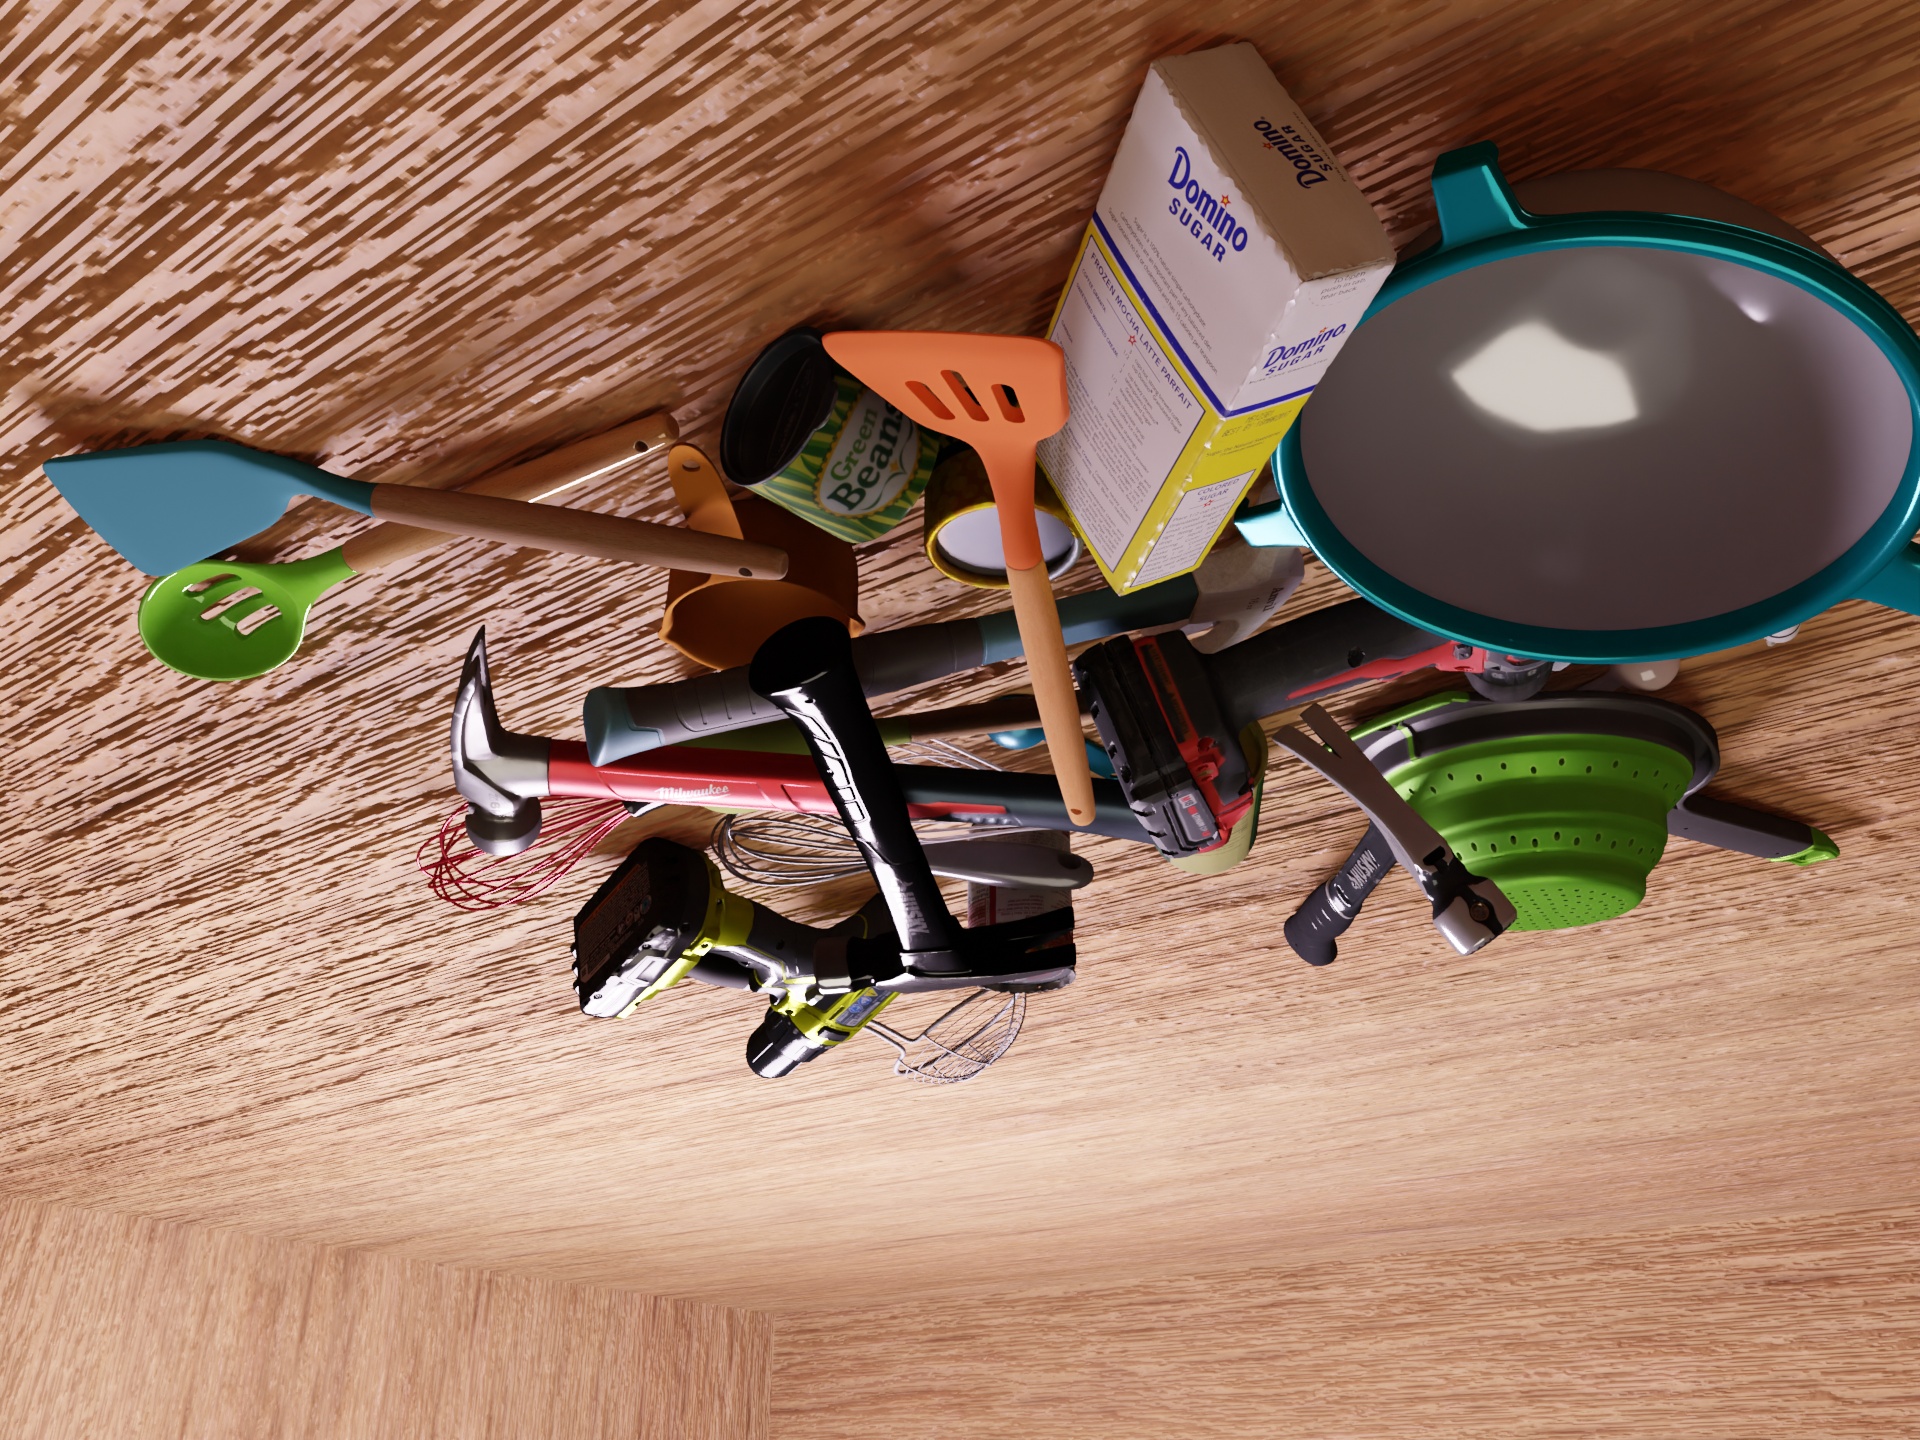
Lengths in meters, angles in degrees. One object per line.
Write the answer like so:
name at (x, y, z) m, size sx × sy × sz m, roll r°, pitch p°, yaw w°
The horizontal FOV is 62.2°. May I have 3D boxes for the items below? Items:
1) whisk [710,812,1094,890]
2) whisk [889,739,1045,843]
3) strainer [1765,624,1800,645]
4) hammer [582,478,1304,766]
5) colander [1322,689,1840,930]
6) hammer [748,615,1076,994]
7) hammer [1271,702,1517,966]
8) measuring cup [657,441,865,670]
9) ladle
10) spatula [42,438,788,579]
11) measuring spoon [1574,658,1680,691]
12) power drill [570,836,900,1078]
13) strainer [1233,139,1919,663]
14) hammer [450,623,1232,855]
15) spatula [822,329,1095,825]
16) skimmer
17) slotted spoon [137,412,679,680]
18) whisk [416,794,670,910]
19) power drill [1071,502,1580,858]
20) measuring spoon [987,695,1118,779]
whisk at (-0.037, 0.083, 0.979) m, size 0.239 × 0.055 × 0.055 m, roll 5°, pitch 153°, yaw 7°
whisk at (0.051, 0.054, 0.954) m, size 0.284 × 0.070 × 0.070 m, roll 11°, pitch 151°, yaw -28°
strainer at (0.357, -0.083, 0.697) m, size 0.087 × 0.050 × 0.258 m, roll -51°, pitch 147°, yaw 0°
hammer at (-0.005, -0.033, 0.713) m, size 0.331 × 0.033 × 0.128 m, roll -13°, pitch 157°, yaw -9°
colander at (0.394, 0.080, 0.939) m, size 0.396 × 0.095 × 0.204 m, roll 13°, pitch 155°, yaw -28°
hammer at (-0.030, 0.054, 0.755) m, size 0.146 × 0.035 × 0.334 m, roll -5°, pitch 148°, yaw 7°
hammer at (0.234, 0.102, 0.980) m, size 0.036 × 0.149 × 0.408 m, roll -37°, pitch 164°, yaw -5°
measuring cup at (-0.095, -0.082, 0.690) m, size 0.095 × 0.052 × 0.173 m, roll -3°, pitch 151°, yaw 7°
ladle at (-0.001, -0.003, 0.855) m, size 0.320 × 0.078 × 0.062 m, roll -8°, pitch -164°, yaw -1°
spatula at (-0.223, -0.078, 0.663) m, size 0.317 × 0.044 × 0.082 m, roll 10°, pitch 151°, yaw 15°
measuring spoon at (0.341, -0.006, 0.869) m, size 0.034 × 0.018 × 0.124 m, roll 12°, pitch 151°, yaw -22°
power drill at (-0.154, 0.178, 1.122) m, size 0.228 × 0.080 × 0.190 m, roll 23°, pitch 125°, yaw -36°
strainer at (0.282, -0.097, 0.560) m, size 0.340 × 0.095 × 0.211 m, roll 18°, pitch 150°, yaw -2°
hammer at (-0.050, 0.024, 0.785) m, size 0.386 × 0.038 × 0.143 m, roll 4°, pitch 141°, yaw -8°
spatula at (0.026, -0.042, 0.631) m, size 0.081 × 0.041 × 0.322 m, roll 6°, pitch 146°, yaw 18°
skimmer at (-0.111, 0.204, 1.261) m, size 0.363 × 0.090 × 0.127 m, roll 25°, pitch 125°, yaw -21°
slotted spoon at (-0.254, -0.081, 0.720) m, size 0.314 × 0.031 × 0.070 m, roll -16°, pitch 133°, yaw 25°
whisk at (-0.211, 0.053, 0.951) m, size 0.296 × 0.073 × 0.073 m, roll -21°, pitch 147°, yaw 24°
power drill at (0.182, -0.019, 0.743) m, size 0.226 × 0.080 × 0.187 m, roll -25°, pitch 157°, yaw 8°
measuring spoon at (0.061, 0.020, 0.917) m, size 0.042 × 0.021 × 0.128 m, roll -22°, pitch 144°, yaw 36°
